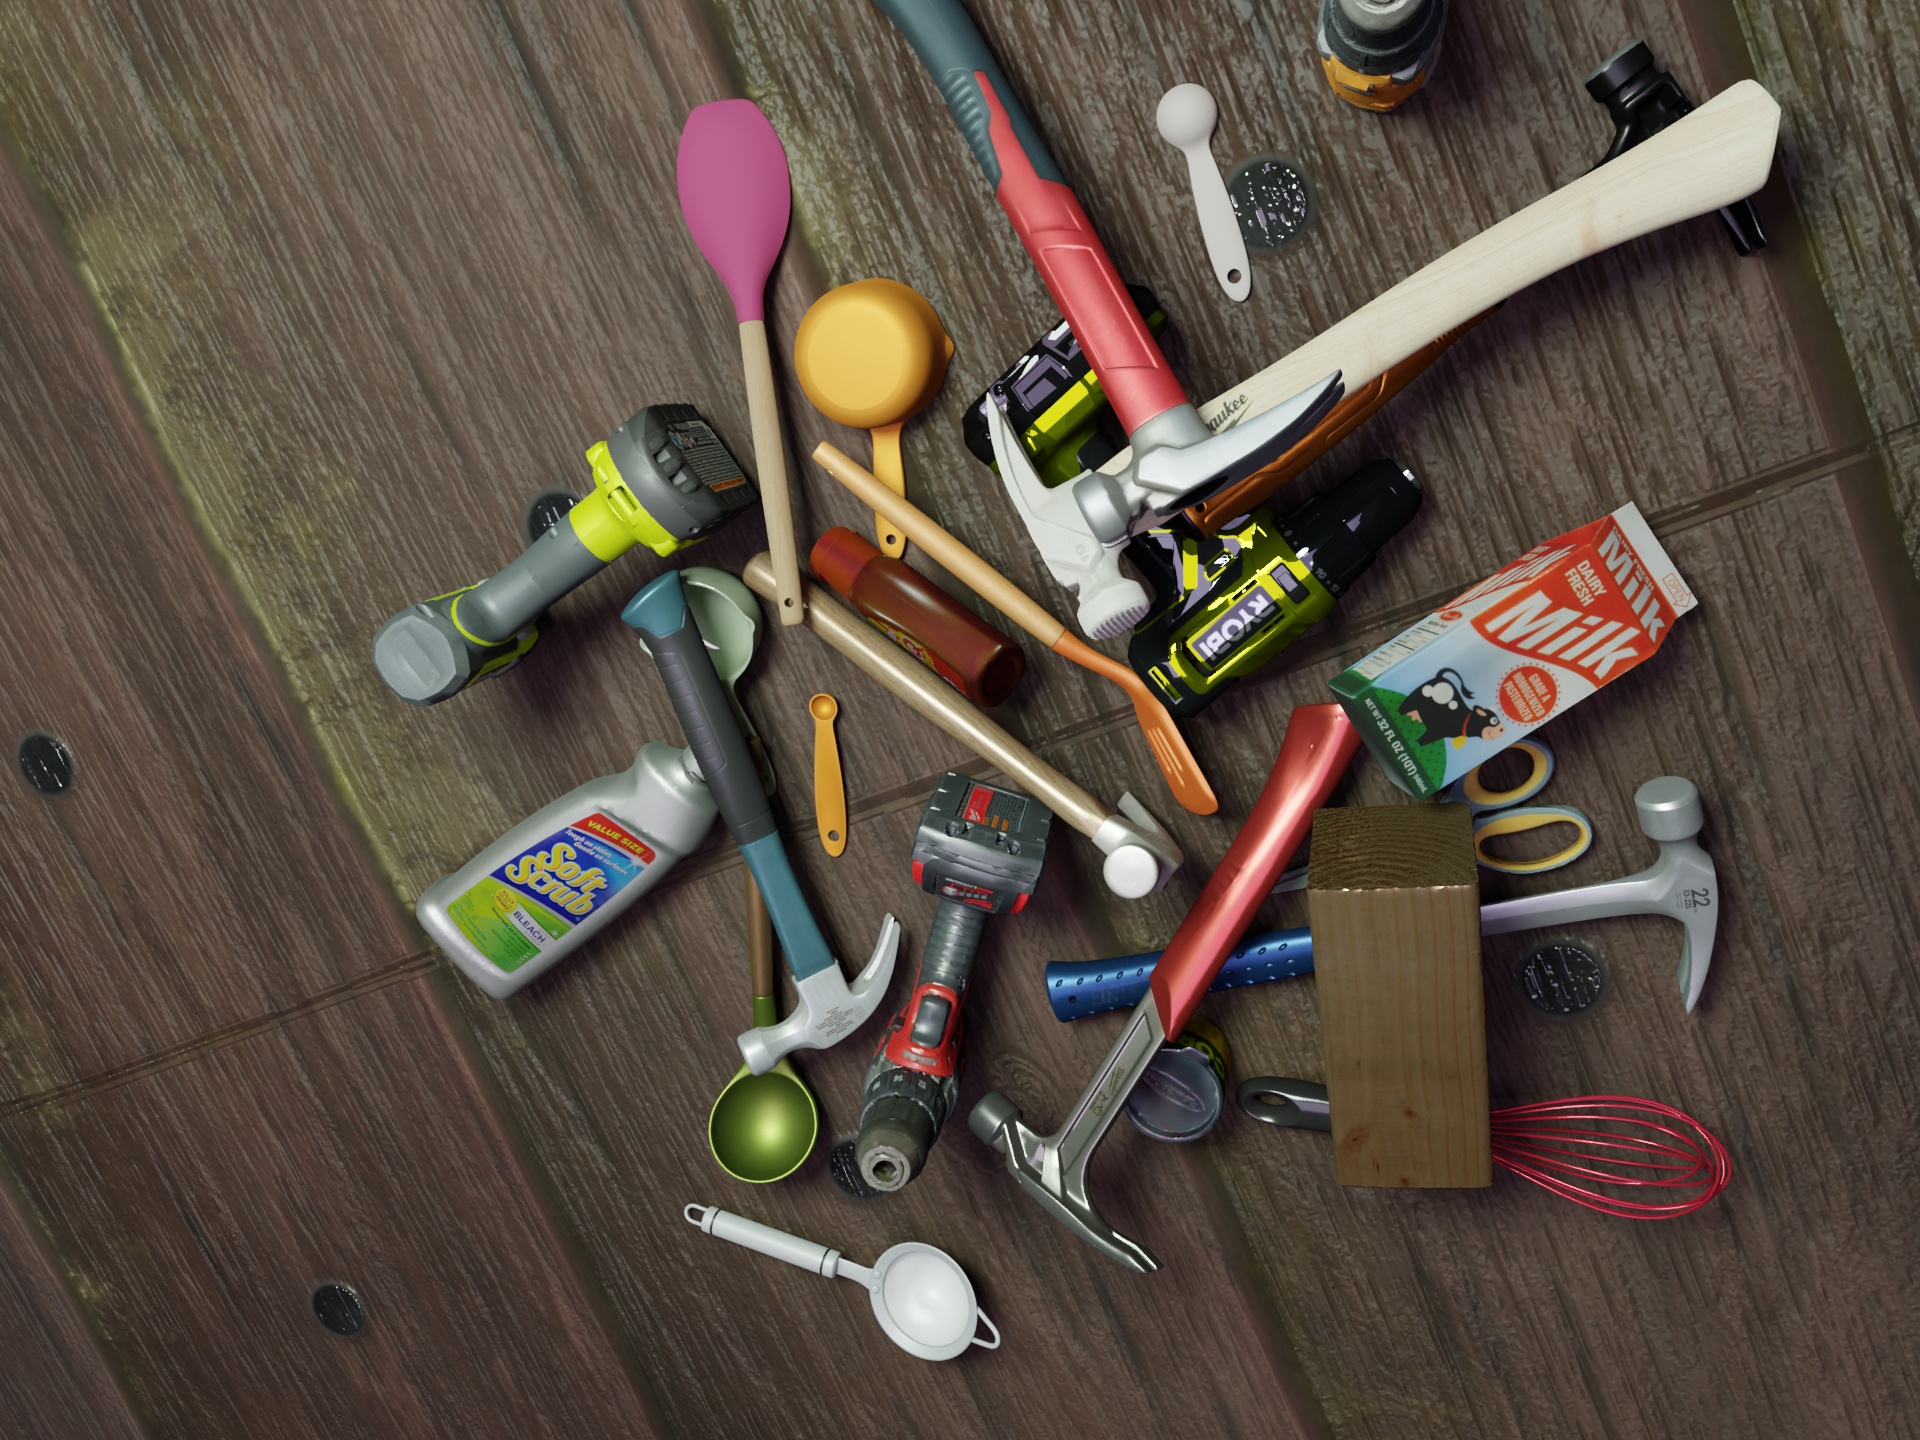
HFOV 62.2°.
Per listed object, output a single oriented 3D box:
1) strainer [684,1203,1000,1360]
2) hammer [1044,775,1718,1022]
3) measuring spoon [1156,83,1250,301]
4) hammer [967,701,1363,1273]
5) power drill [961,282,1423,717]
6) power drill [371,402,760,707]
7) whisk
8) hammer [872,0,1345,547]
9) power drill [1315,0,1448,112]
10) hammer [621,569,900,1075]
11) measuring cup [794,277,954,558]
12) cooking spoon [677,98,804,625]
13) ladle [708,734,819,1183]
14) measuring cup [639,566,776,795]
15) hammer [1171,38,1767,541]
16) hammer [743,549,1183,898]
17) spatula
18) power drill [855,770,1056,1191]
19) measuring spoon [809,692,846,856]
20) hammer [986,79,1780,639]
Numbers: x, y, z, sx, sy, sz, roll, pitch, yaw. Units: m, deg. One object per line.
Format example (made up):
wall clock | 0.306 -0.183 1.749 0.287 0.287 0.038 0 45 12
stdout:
strainer | -0.085 0.393 1.150 0.258 0.050 0.087 14 103 17
hammer | 0.250 0.141 0.981 0.405 0.035 0.144 -14 113 21
measuring spoon | 0.141 -0.297 0.899 0.034 0.018 0.124 -16 102 19
hammer | 0.149 0.150 0.966 0.149 0.036 0.359 35 98 28
power drill | 0.131 -0.139 0.918 0.190 0.080 0.228 -41 94 17
power drill | -0.241 -0.101 0.989 0.223 0.171 0.080 -34 97 13
whisk | 0.319 0.258 0.994 0.296 0.073 0.073 5 107 20
hammer | 0.052 -0.286 0.840 0.143 0.038 0.386 -29 73 10
power drill | 0.233 -0.414 0.754 0.084 0.185 0.226 24 107 9
hammer | -0.138 0.063 1.027 0.128 0.033 0.331 -24 106 -11
measuring cup | -0.053 -0.179 0.967 0.095 0.052 0.173 0 105 15
cooking spoon | -0.123 -0.216 0.967 0.069 0.017 0.319 -7 94 4
ladle | -0.138 0.167 1.081 0.078 0.062 0.320 1 108 5
measuring cup | -0.152 -0.026 1.054 0.083 0.038 0.167 -10 120 19
hammer | 0.255 -0.203 0.847 0.337 0.034 0.127 -37 94 7
hammer | -0.002 -0.003 0.984 0.331 0.130 0.031 37 101 14
spatula | 0.035 -0.058 0.965 0.322 0.081 0.041 38 84 -2
power drill | -0.012 0.163 0.987 0.080 0.188 0.226 17 106 3
measuring spoon | -0.087 0.036 1.064 0.021 0.011 0.116 3 110 15
hammer | 0.210 -0.204 0.813 0.410 0.038 0.146 -30 74 12
